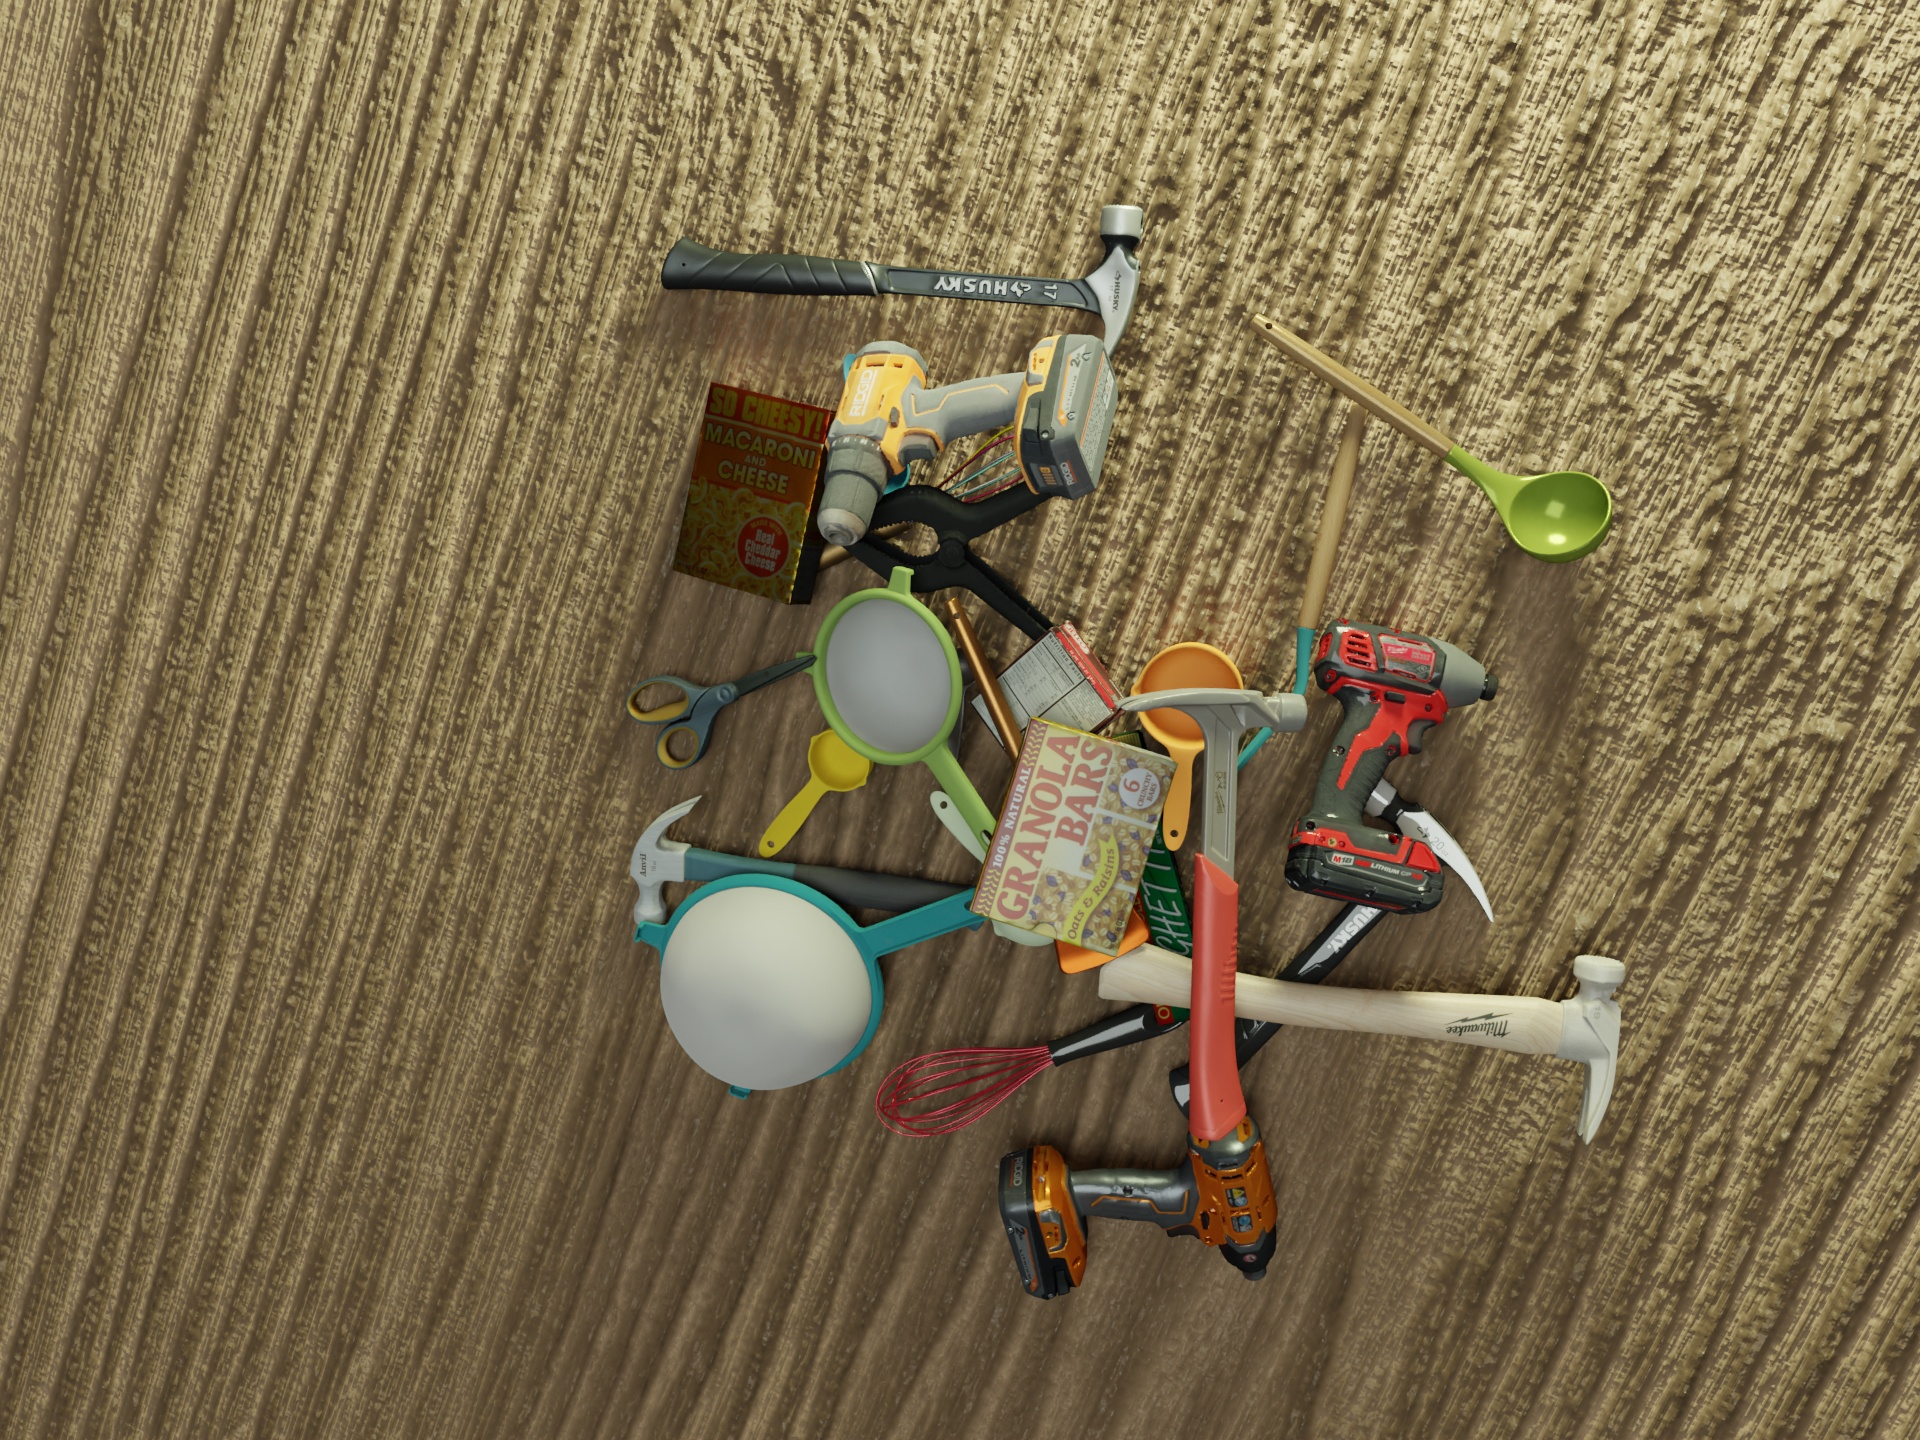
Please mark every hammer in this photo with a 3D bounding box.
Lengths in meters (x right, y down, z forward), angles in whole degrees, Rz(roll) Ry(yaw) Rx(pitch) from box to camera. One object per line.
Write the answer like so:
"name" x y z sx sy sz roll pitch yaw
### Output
"hammer" 0.317 0.243 1.291 0.410 0.038 0.146 6 94 8
"hammer" -0.133 0.144 1.415 0.331 0.033 0.128 7 112 9
"hammer" 0.297 0.215 1.339 0.146 0.035 0.334 41 104 5
"hammer" -0.056 -0.363 1.331 0.409 0.036 0.149 7 100 12
"hammer" 0.192 0.154 1.253 0.149 0.037 0.359 -1 98 -10

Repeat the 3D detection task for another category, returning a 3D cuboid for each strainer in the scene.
"strainer" -0.126 0.224 1.367 0.340 0.095 0.211 -23 104 23
"strainer" -0.019 0.002 1.345 0.151 0.069 0.256 -38 82 34

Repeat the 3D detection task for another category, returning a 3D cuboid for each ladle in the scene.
"ladle" 0.363 -0.229 1.242 0.320 0.062 0.078 35 83 4

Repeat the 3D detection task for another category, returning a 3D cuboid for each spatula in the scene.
"spatula" 0.276 -0.102 1.289 0.044 0.082 0.317 14 94 9
"spatula" 0.057 0.048 1.307 0.081 0.041 0.322 -24 95 5

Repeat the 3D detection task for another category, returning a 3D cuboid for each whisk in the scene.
"whisk" -0.029 -0.185 1.348 0.245 0.051 0.047 -23 127 19
"whisk" 0.062 0.298 1.392 0.296 0.073 0.073 -21 93 8

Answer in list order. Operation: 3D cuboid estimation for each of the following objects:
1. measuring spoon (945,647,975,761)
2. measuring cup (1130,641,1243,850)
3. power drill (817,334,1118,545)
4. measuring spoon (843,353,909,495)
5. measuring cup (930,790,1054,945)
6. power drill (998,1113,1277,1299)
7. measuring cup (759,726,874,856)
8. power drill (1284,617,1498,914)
"measuring spoon" -0.002 -0.004 1.384 0.034 0.018 0.124 19 109 26
"measuring cup" 0.188 0.019 1.326 0.095 0.052 0.173 7 101 11
"power drill" -0.004 -0.220 1.260 0.226 0.084 0.185 3 60 23
"measuring spoon" -0.075 -0.252 1.363 0.042 0.021 0.128 -18 85 6
"measuring cup" 0.034 0.123 1.355 0.083 0.038 0.167 -44 101 -9
"power drill" 0.159 0.430 1.372 0.226 0.084 0.164 -12 113 10
"measuring cup" -0.132 0.065 1.419 0.062 0.029 0.156 41 116 1
"power drill" 0.340 0.036 1.257 0.143 0.078 0.220 13 80 2
